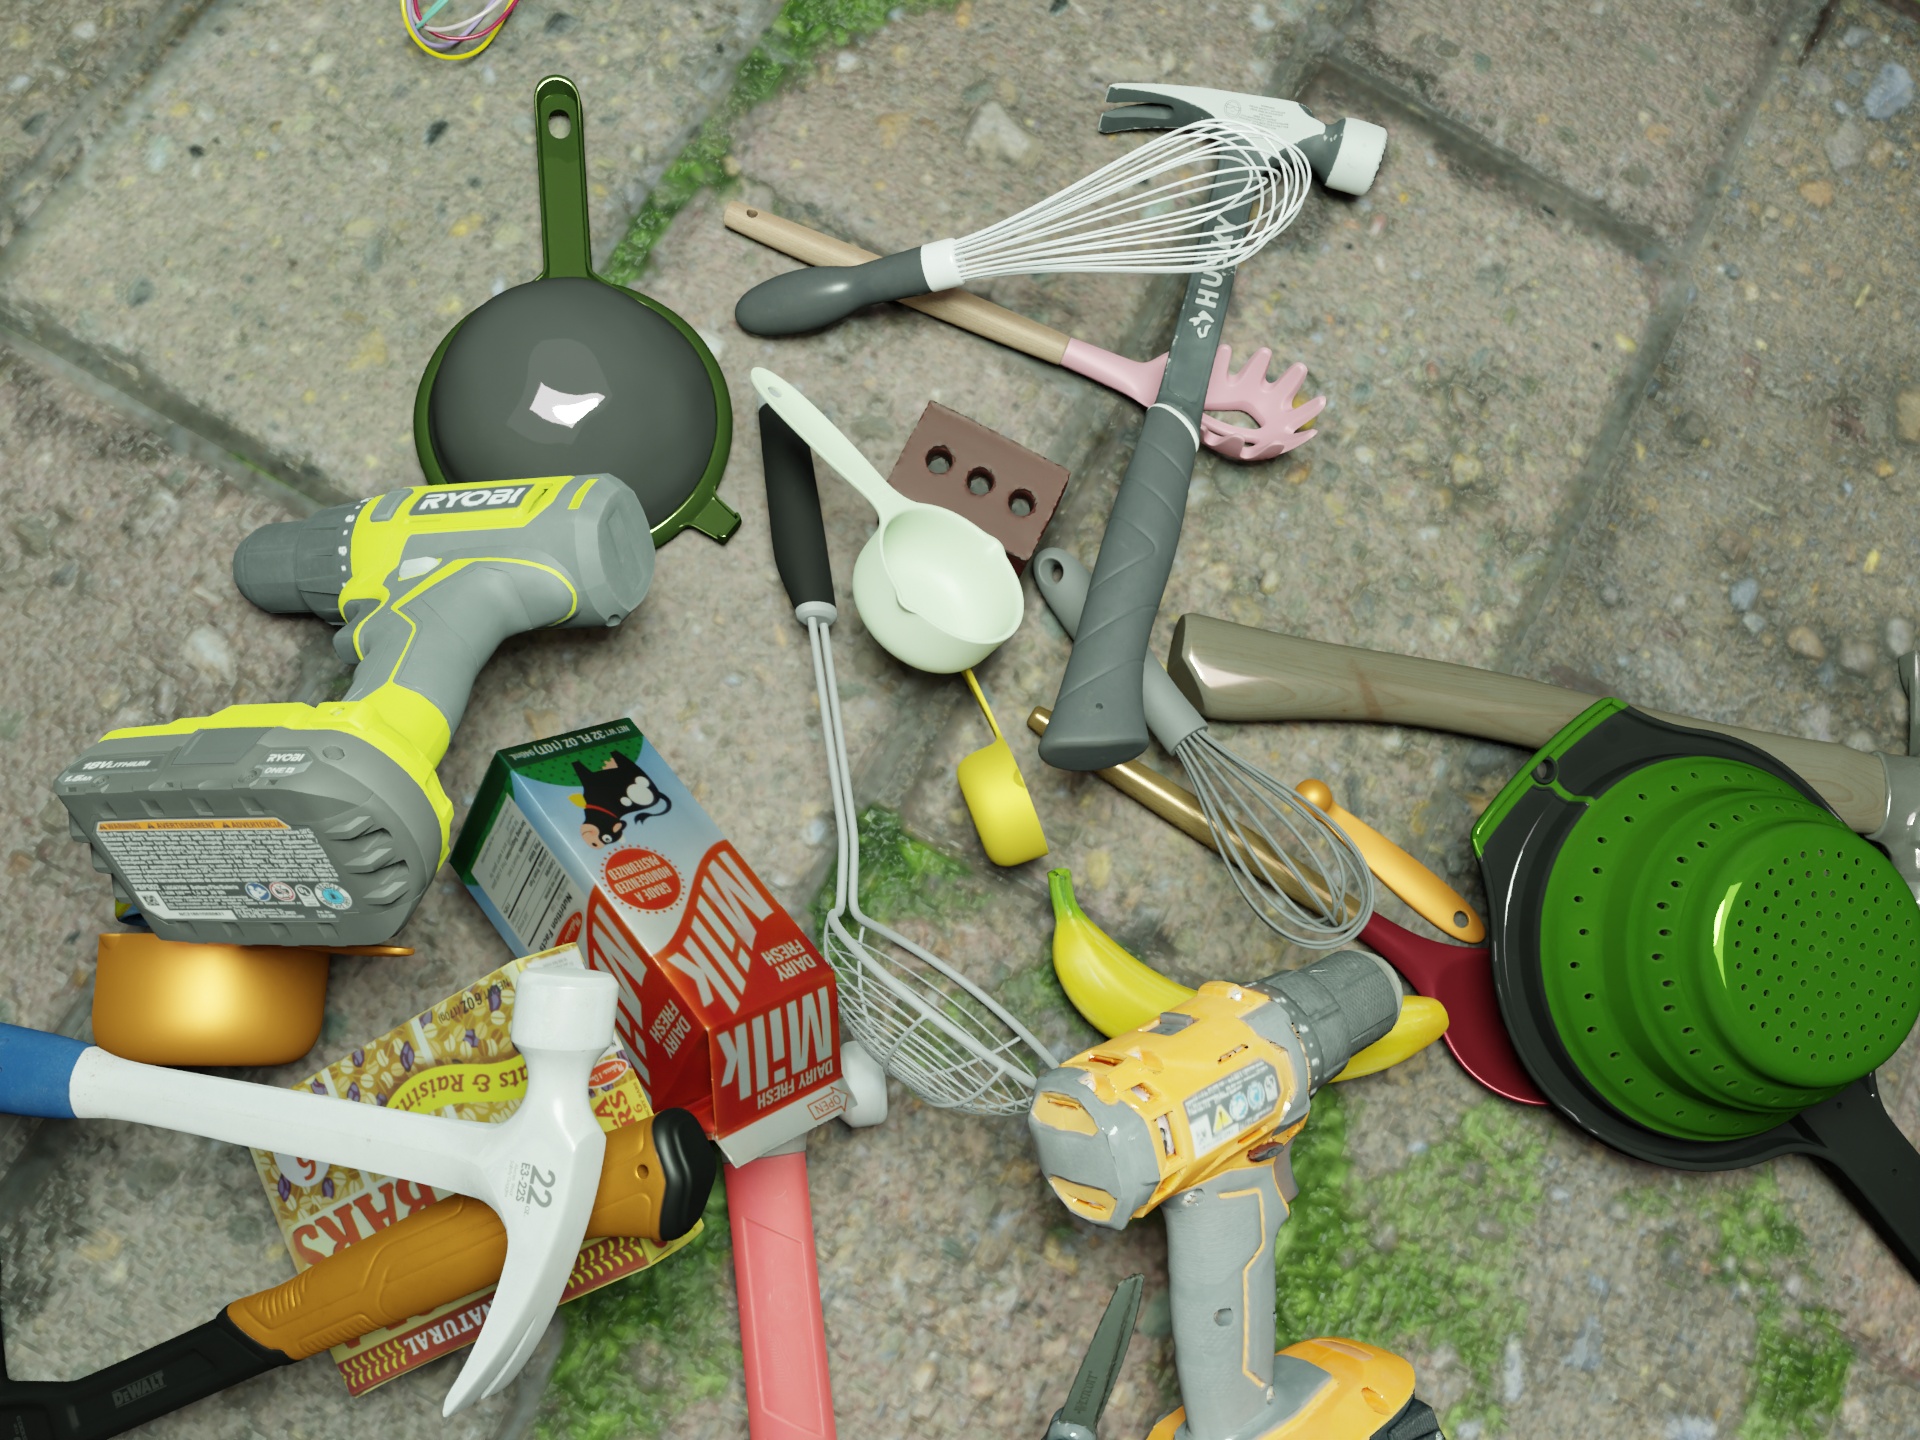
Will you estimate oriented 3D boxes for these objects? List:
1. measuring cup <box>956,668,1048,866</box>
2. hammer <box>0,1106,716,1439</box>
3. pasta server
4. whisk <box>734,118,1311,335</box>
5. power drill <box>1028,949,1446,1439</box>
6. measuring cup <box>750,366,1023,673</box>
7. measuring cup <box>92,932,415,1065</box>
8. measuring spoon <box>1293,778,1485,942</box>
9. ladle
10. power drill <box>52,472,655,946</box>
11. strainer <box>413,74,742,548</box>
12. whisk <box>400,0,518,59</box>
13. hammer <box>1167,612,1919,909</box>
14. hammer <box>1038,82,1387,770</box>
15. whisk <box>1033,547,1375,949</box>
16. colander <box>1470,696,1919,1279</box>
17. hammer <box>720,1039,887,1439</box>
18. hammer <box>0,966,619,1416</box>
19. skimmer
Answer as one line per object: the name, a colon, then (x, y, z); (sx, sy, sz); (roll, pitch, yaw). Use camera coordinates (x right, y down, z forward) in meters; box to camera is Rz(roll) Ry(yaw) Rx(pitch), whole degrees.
measuring cup: (-0.001, -0.002, 0.748); (0.029, 0.062, 0.157); (-24, 70, -2)
hammer: (-0.242, 0.211, 0.591); (0.337, 0.034, 0.127); (-25, 79, 13)
pasta server: (0.030, -0.202, 0.803); (0.316, 0.040, 0.060); (22, 63, -1)
whisk: (0.022, -0.222, 0.752); (0.284, 0.070, 0.070); (-10, 77, 17)
power drill: (0.132, 0.216, 0.658); (0.185, 0.084, 0.226); (-19, 98, -35)
measuring cup: (-0.043, -0.089, 0.718); (0.167, 0.038, 0.083); (47, 41, 4)
measuring cup: (-0.272, 0.112, 0.625); (0.174, 0.095, 0.052); (-5, 77, 36)
measuring spoon: (0.211, 0.069, 0.775); (0.117, 0.011, 0.021); (40, 74, 3)
ladle: (0.167, 0.082, 0.759); (0.315, 0.031, 0.069); (32, 79, 2)
power drill: (-0.247, -0.020, 0.637); (0.190, 0.080, 0.229); (-2, 39, 15)
strainer: (-0.187, -0.203, 0.754); (0.151, 0.069, 0.256); (-4, 78, -9)
whisk: (-0.209, -0.432, 0.828); (0.047, 0.051, 0.245); (40, 69, -19)
hammer: (0.307, -0.006, 0.796); (0.410, 0.038, 0.146); (12, 73, -5)
hammer: (0.101, -0.157, 0.759); (0.149, 0.036, 0.409); (17, 63, 2)
whisk: (0.108, 0.006, 0.743); (0.055, 0.055, 0.239); (-31, 69, -14)
colander: (0.402, 0.163, 0.710); (0.204, 0.094, 0.397); (-42, 94, -13)
hammer: (-0.079, 0.335, 0.654); (0.143, 0.038, 0.386); (-6, 77, -8)
hammer: (-0.314, 0.141, 0.583); (0.405, 0.035, 0.144); (5, 85, 19)
skimmer: (-0.029, -0.001, 0.716); (0.090, 0.127, 0.363); (-17, 70, 17)
